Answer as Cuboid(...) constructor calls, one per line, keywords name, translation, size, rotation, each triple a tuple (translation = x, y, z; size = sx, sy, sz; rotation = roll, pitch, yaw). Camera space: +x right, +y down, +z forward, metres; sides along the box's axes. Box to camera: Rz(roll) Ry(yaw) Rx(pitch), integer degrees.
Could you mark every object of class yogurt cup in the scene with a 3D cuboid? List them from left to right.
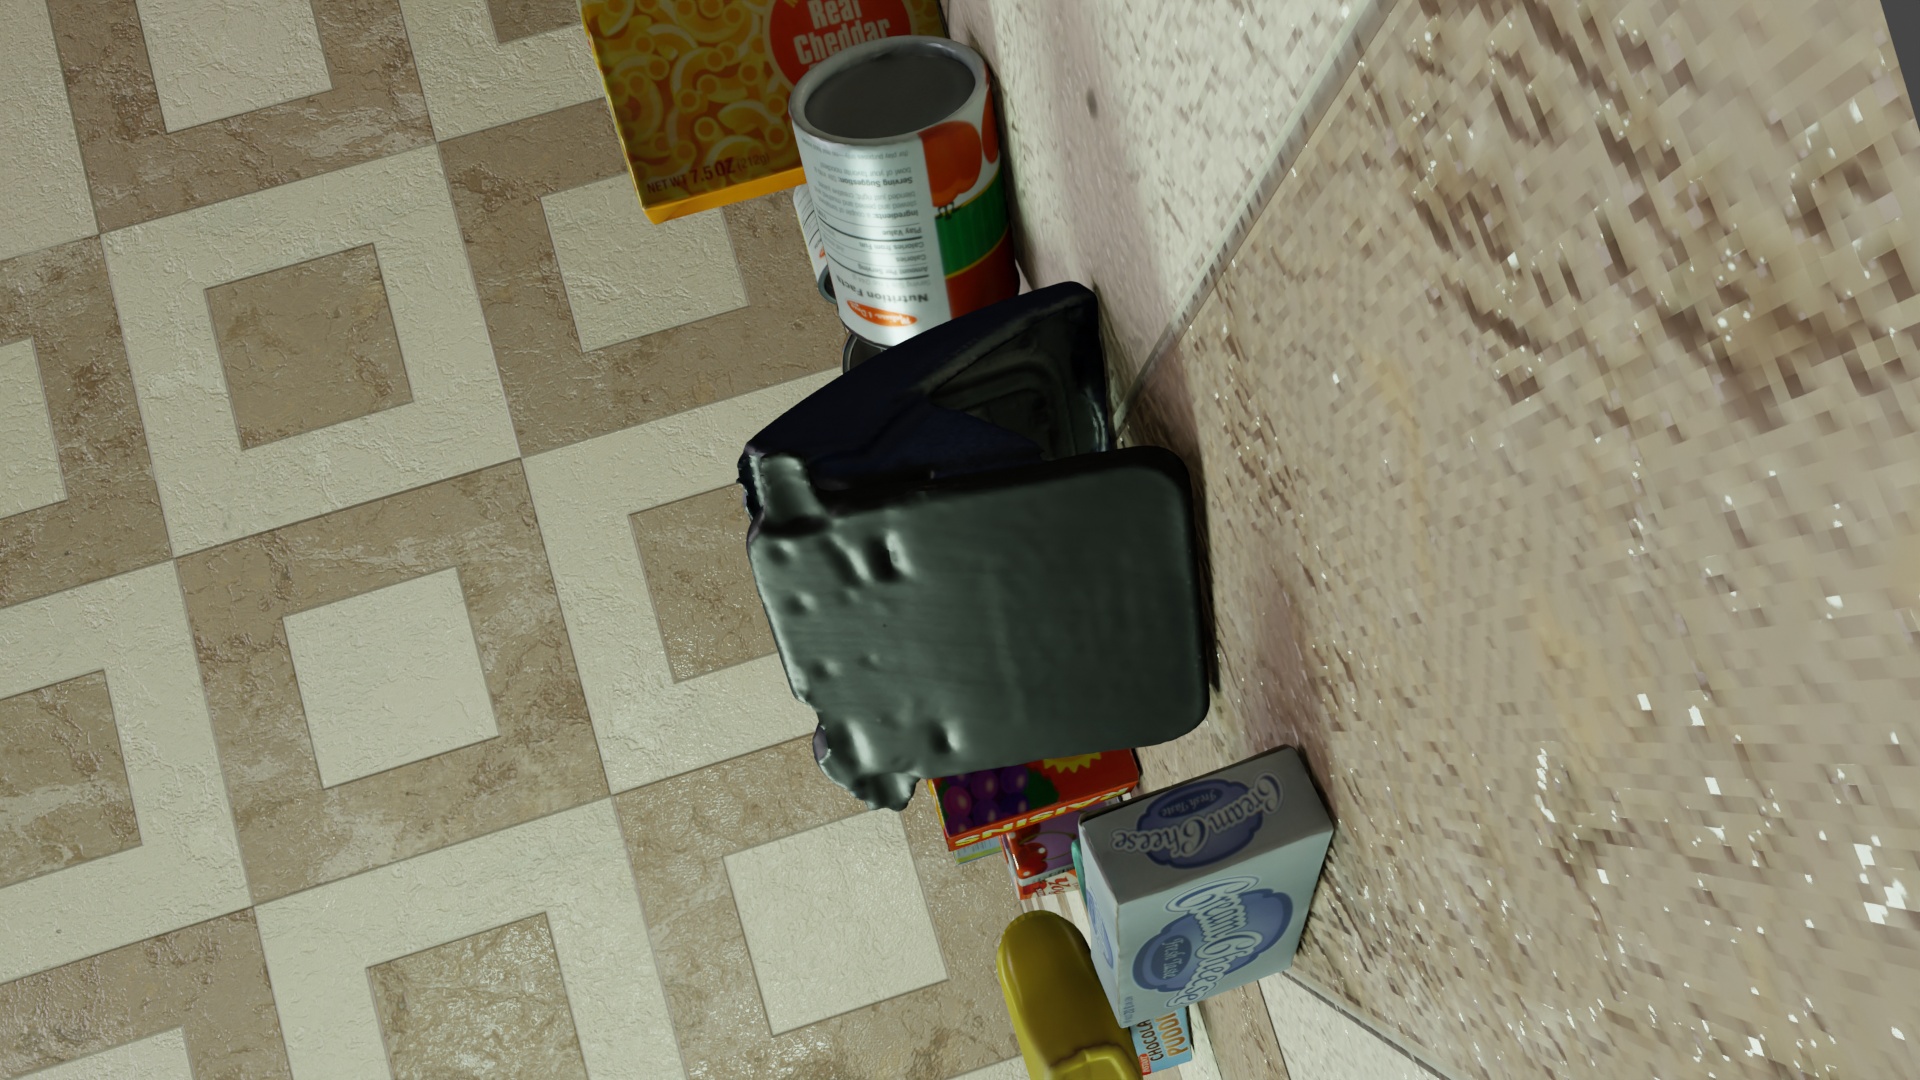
Cuboid(name="yogurt cup", translation=(0.055, 0.196, 0.889), size=(0.072, 0.054, 0.072), rotation=(168, 86, -86))

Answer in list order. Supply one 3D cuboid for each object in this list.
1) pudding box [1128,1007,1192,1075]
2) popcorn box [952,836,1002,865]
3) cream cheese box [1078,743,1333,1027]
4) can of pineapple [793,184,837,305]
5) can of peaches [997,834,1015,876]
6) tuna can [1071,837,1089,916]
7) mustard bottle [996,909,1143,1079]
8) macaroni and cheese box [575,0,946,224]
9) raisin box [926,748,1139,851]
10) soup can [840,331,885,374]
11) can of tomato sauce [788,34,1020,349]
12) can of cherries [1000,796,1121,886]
Cuboid(name="pudding box", translation=(0.087, 0.213, 0.667), size=(0.050, 0.030, 0.083), rotation=(-110, 6, -48))
Cuboid(name="popcorn box", translation=(0.026, 0.151, 0.873), size=(0.127, 0.085, 0.038), rotation=(-123, 17, -77))
Cuboid(name="cream cheese box", translation=(0.060, 0.089, 0.348), size=(0.103, 0.053, 0.024), rotation=(79, 171, -56))
Cuboid(name="can of pineapple", translation=(-0.051, -0.167, 0.747), size=(0.070, 0.071, 0.058), rotation=(84, 169, -70))
Cuboid(name="can of peaches", translation=(0.045, 0.141, 0.758), size=(0.071, 0.058, 0.071), rotation=(167, 85, -86))
Cuboid(name="tuna can", translation=(0.073, 0.158, 0.605), size=(0.071, 0.033, 0.071), rotation=(168, 86, -86))
Cuboid(name="mustard bottle", translation=(0.046, 0.216, 0.662), size=(0.160, 0.049, 0.065), rotation=(-120, 14, -73))
Cuboid(name="macaroni and cheese box", translation=(-0.080, -0.214, 0.506), size=(0.040, 0.124, 0.166), rotation=(-151, 44, -82))
Cuboid(name="raisin box", translation=(0.017, 0.060, 0.600), size=(0.040, 0.086, 0.123), rotation=(90, 163, -70))
Cuboid(name="soup can", translation=(-0.038, -0.102, 0.801), size=(0.084, 0.071, 0.071), rotation=(-126, 19, -79))
Cuboid(name="can of tomato sauce", translation=(-0.017, -0.118, 0.469), size=(0.082, 0.071, 0.071), rotation=(78, 174, -48))
Cuboid(name="can of cherries", translation=(0.045, 0.129, 0.689), size=(0.071, 0.058, 0.071), rotation=(167, 85, -86))
